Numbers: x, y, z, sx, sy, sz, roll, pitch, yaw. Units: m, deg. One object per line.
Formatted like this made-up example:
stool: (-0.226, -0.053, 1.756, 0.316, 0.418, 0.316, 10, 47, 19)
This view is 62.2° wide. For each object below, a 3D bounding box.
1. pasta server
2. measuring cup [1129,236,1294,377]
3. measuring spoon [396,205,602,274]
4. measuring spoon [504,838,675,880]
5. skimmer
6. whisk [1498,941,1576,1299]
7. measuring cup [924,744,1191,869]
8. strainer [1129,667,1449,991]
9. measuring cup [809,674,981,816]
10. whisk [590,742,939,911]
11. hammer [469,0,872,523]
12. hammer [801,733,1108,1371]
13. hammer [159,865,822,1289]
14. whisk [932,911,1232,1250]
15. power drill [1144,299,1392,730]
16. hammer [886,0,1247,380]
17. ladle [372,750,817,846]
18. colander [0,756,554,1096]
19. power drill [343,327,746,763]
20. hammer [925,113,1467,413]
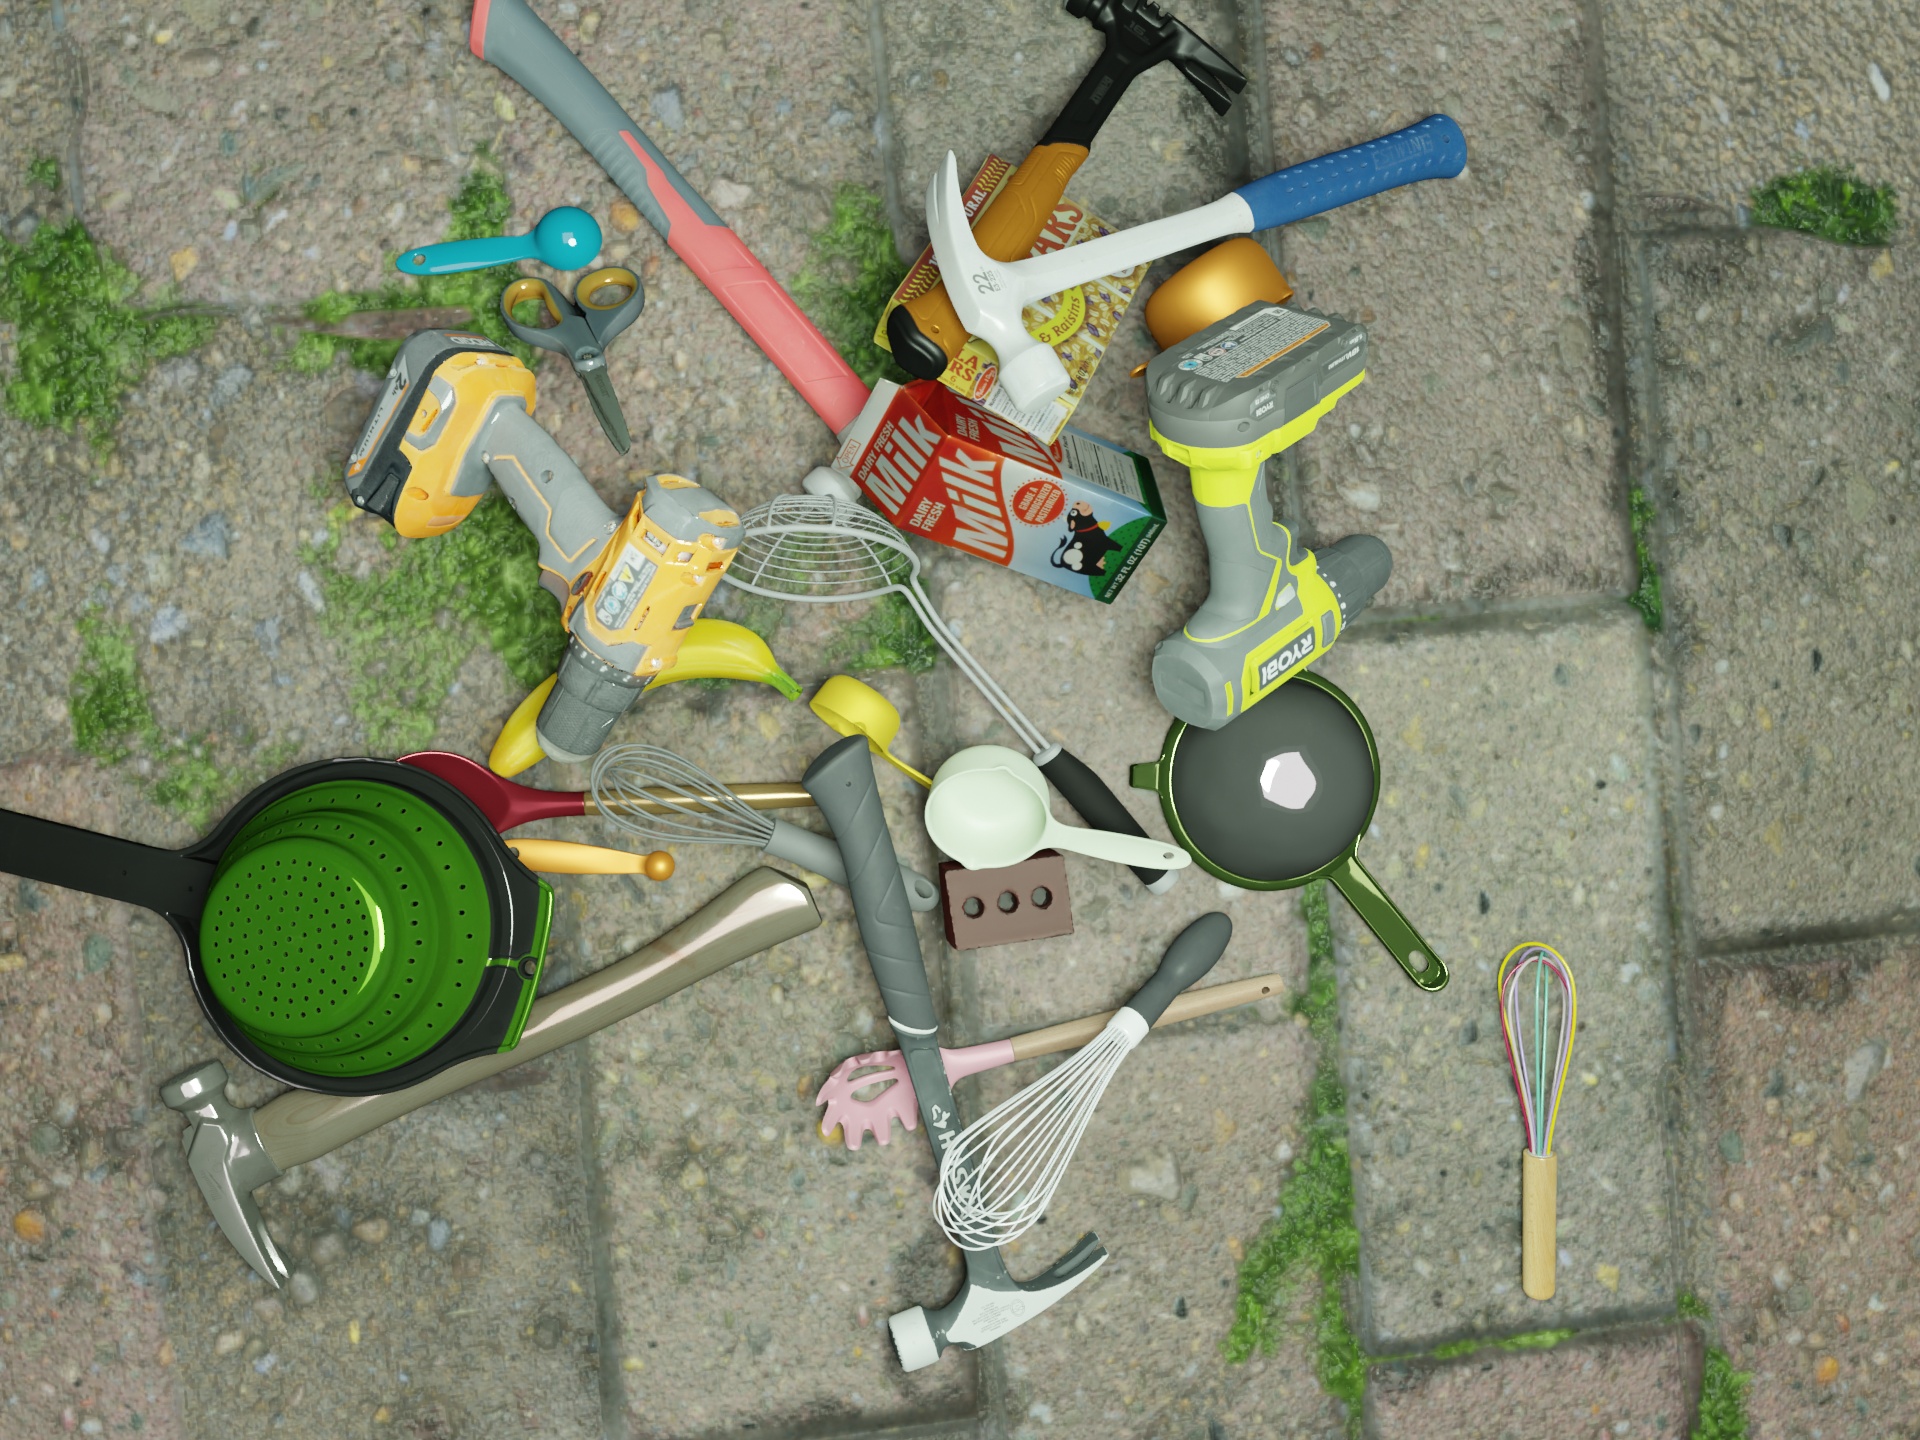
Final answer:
pasta server: (0.061, 0.211, 1.032, 0.316, 0.040, 0.060, -13, 104, -6)
measuring cup: (0.136, -0.249, 0.971, 0.173, 0.095, 0.052, -33, 92, -48)
measuring spoon: (-0.288, -0.296, 0.987, 0.128, 0.021, 0.042, -10, 76, -3)
measuring spoon: (-0.241, 0.089, 1.011, 0.117, 0.011, 0.021, 6, 91, -6)
skimmer: (-0.002, -0.003, 0.993, 0.363, 0.127, 0.090, 47, 59, -12)
whisk: (0.386, 0.268, 1.069, 0.047, 0.051, 0.245, 0, 96, 15)
measuring cup: (0.061, 0.060, 0.983, 0.167, 0.038, 0.083, 13, 124, -6)
strainer: (0.241, 0.080, 1.030, 0.151, 0.069, 0.256, -40, 93, -3)
measuring cup: (-0.026, 0.022, 1.017, 0.156, 0.062, 0.029, 35, 78, -16)
whisk: (-0.118, 0.074, 0.991, 0.238, 0.055, 0.055, 23, 89, -19)
hammer: (-0.152, -0.313, 0.996, 0.143, 0.038, 0.386, -42, 95, -4)
hammer: (-0.019, 0.203, 0.982, 0.149, 0.036, 0.408, -17, 105, -10)
hammer: (-0.277, 0.207, 1.000, 0.410, 0.038, 0.146, -24, 95, -5)
whisk: (0.083, 0.211, 0.981, 0.284, 0.070, 0.070, -42, 96, -30)
power drill: (0.192, -0.127, 0.958, 0.190, 0.080, 0.228, -34, 132, -27)
hammer: (0.056, -0.319, 0.948, 0.127, 0.034, 0.337, 34, 62, -7)
ladle: (-0.211, 0.050, 1.007, 0.315, 0.031, 0.069, -2, 87, -7)
colander: (-0.445, 0.104, 0.924, 0.397, 0.094, 0.204, 13, 88, 3)
power drill: (-0.254, -0.101, 0.937, 0.226, 0.084, 0.185, 38, 111, 12)
hammer: (0.156, -0.305, 0.944, 0.405, 0.035, 0.144, -26, 84, -29)
